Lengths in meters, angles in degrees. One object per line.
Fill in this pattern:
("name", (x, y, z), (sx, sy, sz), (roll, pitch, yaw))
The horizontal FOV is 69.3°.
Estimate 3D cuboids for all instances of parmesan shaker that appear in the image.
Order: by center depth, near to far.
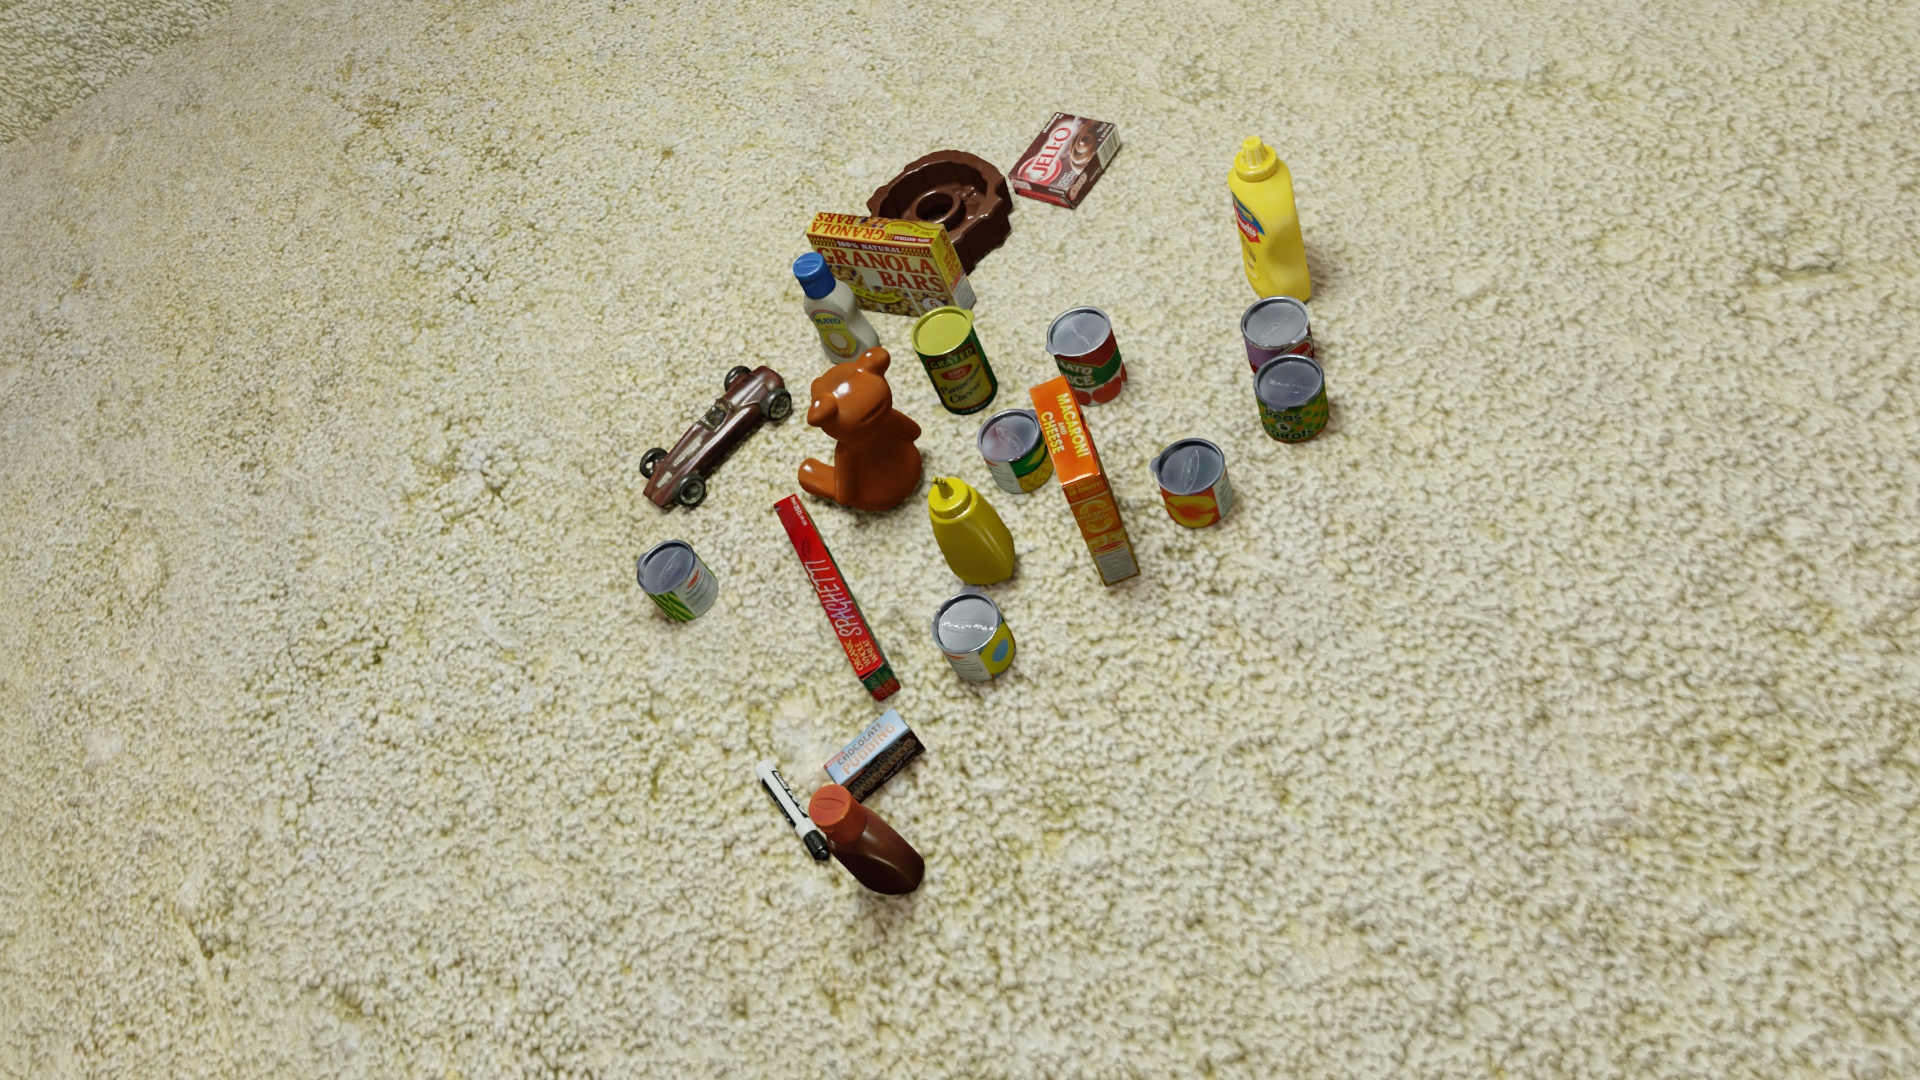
("parmesan shaker", (-0.003, -0.189, 1.464), (0.071, 0.102, 0.071), (-10, 54, 14))

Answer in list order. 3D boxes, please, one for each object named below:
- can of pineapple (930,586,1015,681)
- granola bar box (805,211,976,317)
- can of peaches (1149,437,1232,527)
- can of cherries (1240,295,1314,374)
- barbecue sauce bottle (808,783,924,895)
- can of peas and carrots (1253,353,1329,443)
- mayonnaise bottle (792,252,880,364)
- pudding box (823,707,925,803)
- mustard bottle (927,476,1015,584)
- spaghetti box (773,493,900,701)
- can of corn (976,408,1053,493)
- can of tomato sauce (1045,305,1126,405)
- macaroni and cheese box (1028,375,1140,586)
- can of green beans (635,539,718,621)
("can of pineapple", (0.014, 0.088, 1.290), (0.071, 0.057, 0.071), (-10, 54, 14))
("granola bar box", (-0.078, -0.307, 1.562), (0.165, 0.123, 0.039), (12, 62, 28))
("can of peaches", (0.219, -0.054, 1.312), (0.071, 0.058, 0.071), (-10, 54, 14))
("can of cherries", (0.316, -0.197, 1.376), (0.071, 0.058, 0.072), (-10, 54, 14))
("barbecue sauce bottle", (-0.082, 0.249, 1.155), (0.065, 0.148, 0.044), (3, 58, 23))
("can of peas and carrots", (0.317, -0.133, 1.330), (0.071, 0.058, 0.071), (-10, 54, 14))
("mayonnaise bottle", (-0.141, -0.254, 1.534), (0.065, 0.147, 0.041), (2, 58, 23))
("pudding box", (-0.078, 0.195, 1.255), (0.084, 0.049, 0.030), (-39, 52, -8))
("mustard bottle", (0.005, -0.016, 1.302), (0.065, 0.159, 0.049), (-6, 55, 17))
("spaghetti box", (-0.125, 0.052, 1.373), (0.029, 0.050, 0.251), (-31, 51, -1))
("can of corn", (0.058, -0.091, 1.400), (0.071, 0.058, 0.071), (-10, 54, 14))
("can of tomato sauce", (0.129, -0.187, 1.424), (0.071, 0.082, 0.071), (-10, 54, 14))
("macaroni and cheese box", (0.116, -0.054, 1.282), (0.040, 0.165, 0.124), (-20, 52, 7))
("can of green beans", (-0.293, 0.042, 1.440), (0.071, 0.057, 0.071), (-10, 54, 14))
